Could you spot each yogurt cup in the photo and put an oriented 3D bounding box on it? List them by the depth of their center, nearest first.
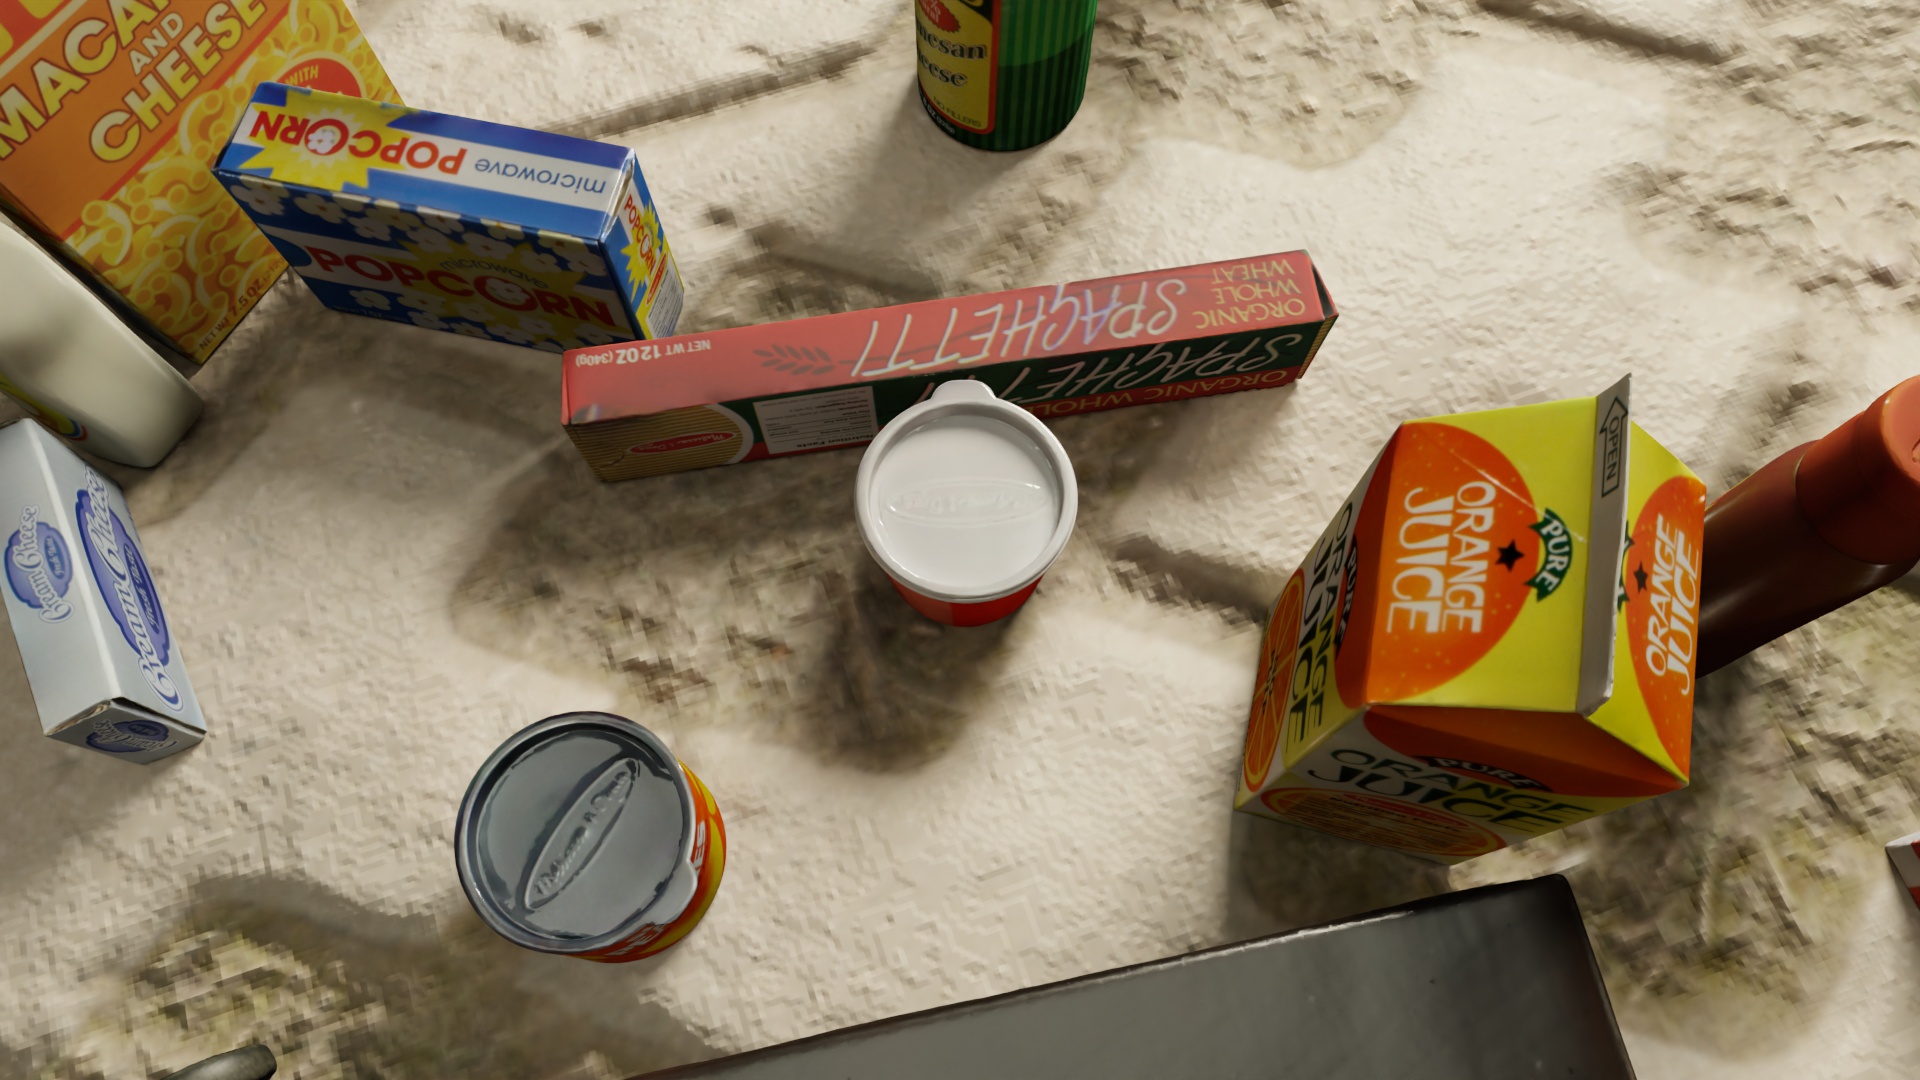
[{"bbox_3d":[0.002,-0.006,0.444,0.072,0.053,0.072,0,70,0],"label":"yogurt cup"}]

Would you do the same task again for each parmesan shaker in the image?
[{"bbox_3d":[0.017,-0.191,0.487,0.071,0.102,0.071,0,70,0],"label":"parmesan shaker"}]

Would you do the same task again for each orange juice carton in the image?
[{"bbox_3d":[0.128,0.030,0.358,0.073,0.192,0.072,13,71,5],"label":"orange juice carton"}]

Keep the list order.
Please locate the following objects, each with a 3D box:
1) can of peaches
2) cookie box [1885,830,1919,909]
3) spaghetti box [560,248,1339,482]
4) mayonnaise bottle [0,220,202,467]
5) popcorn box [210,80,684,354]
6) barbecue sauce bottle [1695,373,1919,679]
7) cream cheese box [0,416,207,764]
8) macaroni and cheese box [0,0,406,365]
[{"bbox_3d":[-0.104,0.090,0.406,0.071,0.058,0.071,0,70,0],"label":"can of peaches"},{"bbox_3d":[0.327,0.117,0.340,0.040,0.167,0.123,-17,71,-6],"label":"cookie box"},{"bbox_3d":[-0.003,-0.058,0.466,0.250,0.050,0.029,-9,70,-3],"label":"spaghetti box"},{"bbox_3d":[-0.294,-0.073,0.418,0.065,0.147,0.041,27,72,9],"label":"mayonnaise bottle"},{"bbox_3d":[-0.163,-0.102,0.463,0.127,0.085,0.038,11,71,4],"label":"popcorn box"},{"bbox_3d":[0.234,0.002,0.393,0.065,0.148,0.044,-22,72,-8],"label":"barbecue sauce bottle"},{"bbox_3d":[-0.274,0.017,0.435,0.024,0.053,0.104,-26,72,-9],"label":"cream cheese box"},{"bbox_3d":[-0.253,-0.147,0.436,0.040,0.166,0.124,29,73,10],"label":"macaroni and cheese box"}]
